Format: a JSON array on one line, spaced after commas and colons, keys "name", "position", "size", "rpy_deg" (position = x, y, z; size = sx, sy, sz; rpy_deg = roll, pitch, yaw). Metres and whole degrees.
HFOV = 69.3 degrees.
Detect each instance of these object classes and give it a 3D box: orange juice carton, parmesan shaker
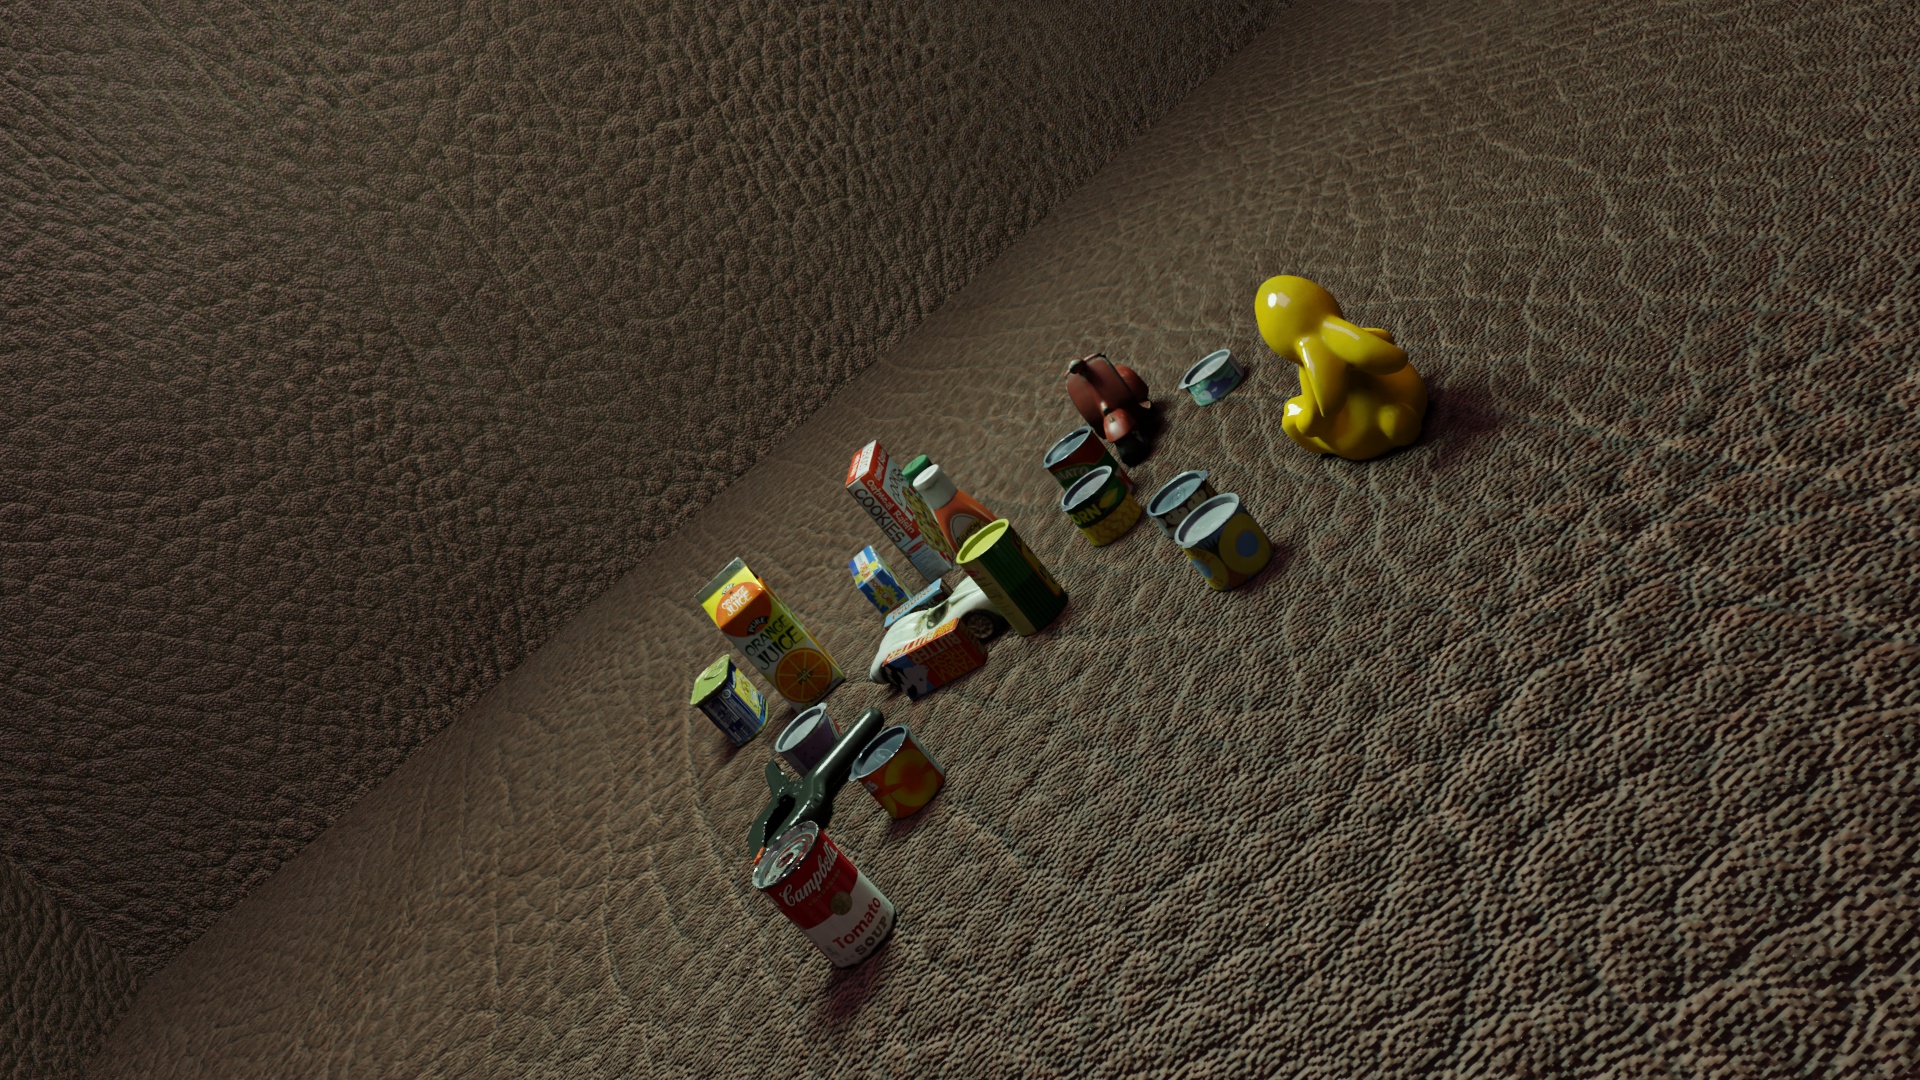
[{"name": "orange juice carton", "position": [-0.230, 0.113, 1.670], "size": [0.072, 0.192, 0.073], "rpy_deg": [-41, 16, -4]}, {"name": "parmesan shaker", "position": [0.052, 0.038, 1.408], "size": [0.071, 0.103, 0.071], "rpy_deg": [-36, 17, 13]}]

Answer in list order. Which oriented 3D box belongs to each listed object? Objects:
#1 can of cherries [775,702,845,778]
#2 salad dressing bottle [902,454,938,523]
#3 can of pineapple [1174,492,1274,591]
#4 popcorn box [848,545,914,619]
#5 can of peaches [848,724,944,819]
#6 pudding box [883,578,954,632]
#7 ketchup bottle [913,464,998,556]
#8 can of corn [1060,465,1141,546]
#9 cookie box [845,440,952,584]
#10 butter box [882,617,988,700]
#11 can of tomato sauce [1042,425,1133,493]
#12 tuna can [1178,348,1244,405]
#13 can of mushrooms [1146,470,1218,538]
[{"name": "can of cherries", "position": [-0.149, 0.216, 1.461], "size": [0.071, 0.058, 0.072], "rpy_deg": [-36, 17, 13]}, {"name": "salad dressing bottle", "position": [-0.010, -0.036, 1.658], "size": [0.044, 0.147, 0.064], "rpy_deg": [-35, 17, 16]}, {"name": "can of pineapple", "position": [0.227, 0.003, 1.198], "size": [0.071, 0.057, 0.071], "rpy_deg": [-36, 17, 13]}, {"name": "popcorn box", "position": [-0.091, 0.060, 1.692], "size": [0.038, 0.085, 0.127], "rpy_deg": [-40, 16, 1]}, {"name": "can of peaches", "position": [-0.058, 0.213, 1.270], "size": [0.071, 0.058, 0.071], "rpy_deg": [-36, 17, 13]}, {"name": "pudding box", "position": [-0.040, 0.086, 1.576], "size": [0.083, 0.049, 0.030], "rpy_deg": [-35, 17, 17]}, {"name": "ketchup bottle", "position": [0.006, -0.020, 1.579], "size": [0.064, 0.148, 0.044], "rpy_deg": [-37, 16, 10]}, {"name": "can of corn", "position": [0.147, -0.034, 1.466], "size": [0.071, 0.058, 0.071], "rpy_deg": [-36, 17, 13]}, {"name": "cookie box", "position": [-0.076, -0.037, 1.770], "size": [0.040, 0.167, 0.123], "rpy_deg": [-36, 17, 14]}, {"name": "butter box", "position": [-0.026, 0.123, 1.444], "size": [0.103, 0.053, 0.024], "rpy_deg": [-30, 19, 30]}, {"name": "can of tomato sauce", "position": [0.141, -0.073, 1.539], "size": [0.071, 0.083, 0.071], "rpy_deg": [-36, 17, 13]}, {"name": "tuna can", "position": [0.289, -0.186, 1.598], "size": [0.071, 0.033, 0.071], "rpy_deg": [-36, 17, 13]}, {"name": "can of mushrooms", "position": [0.220, -0.036, 1.357], "size": [0.071, 0.033, 0.071], "rpy_deg": [-36, 17, 13]}]
